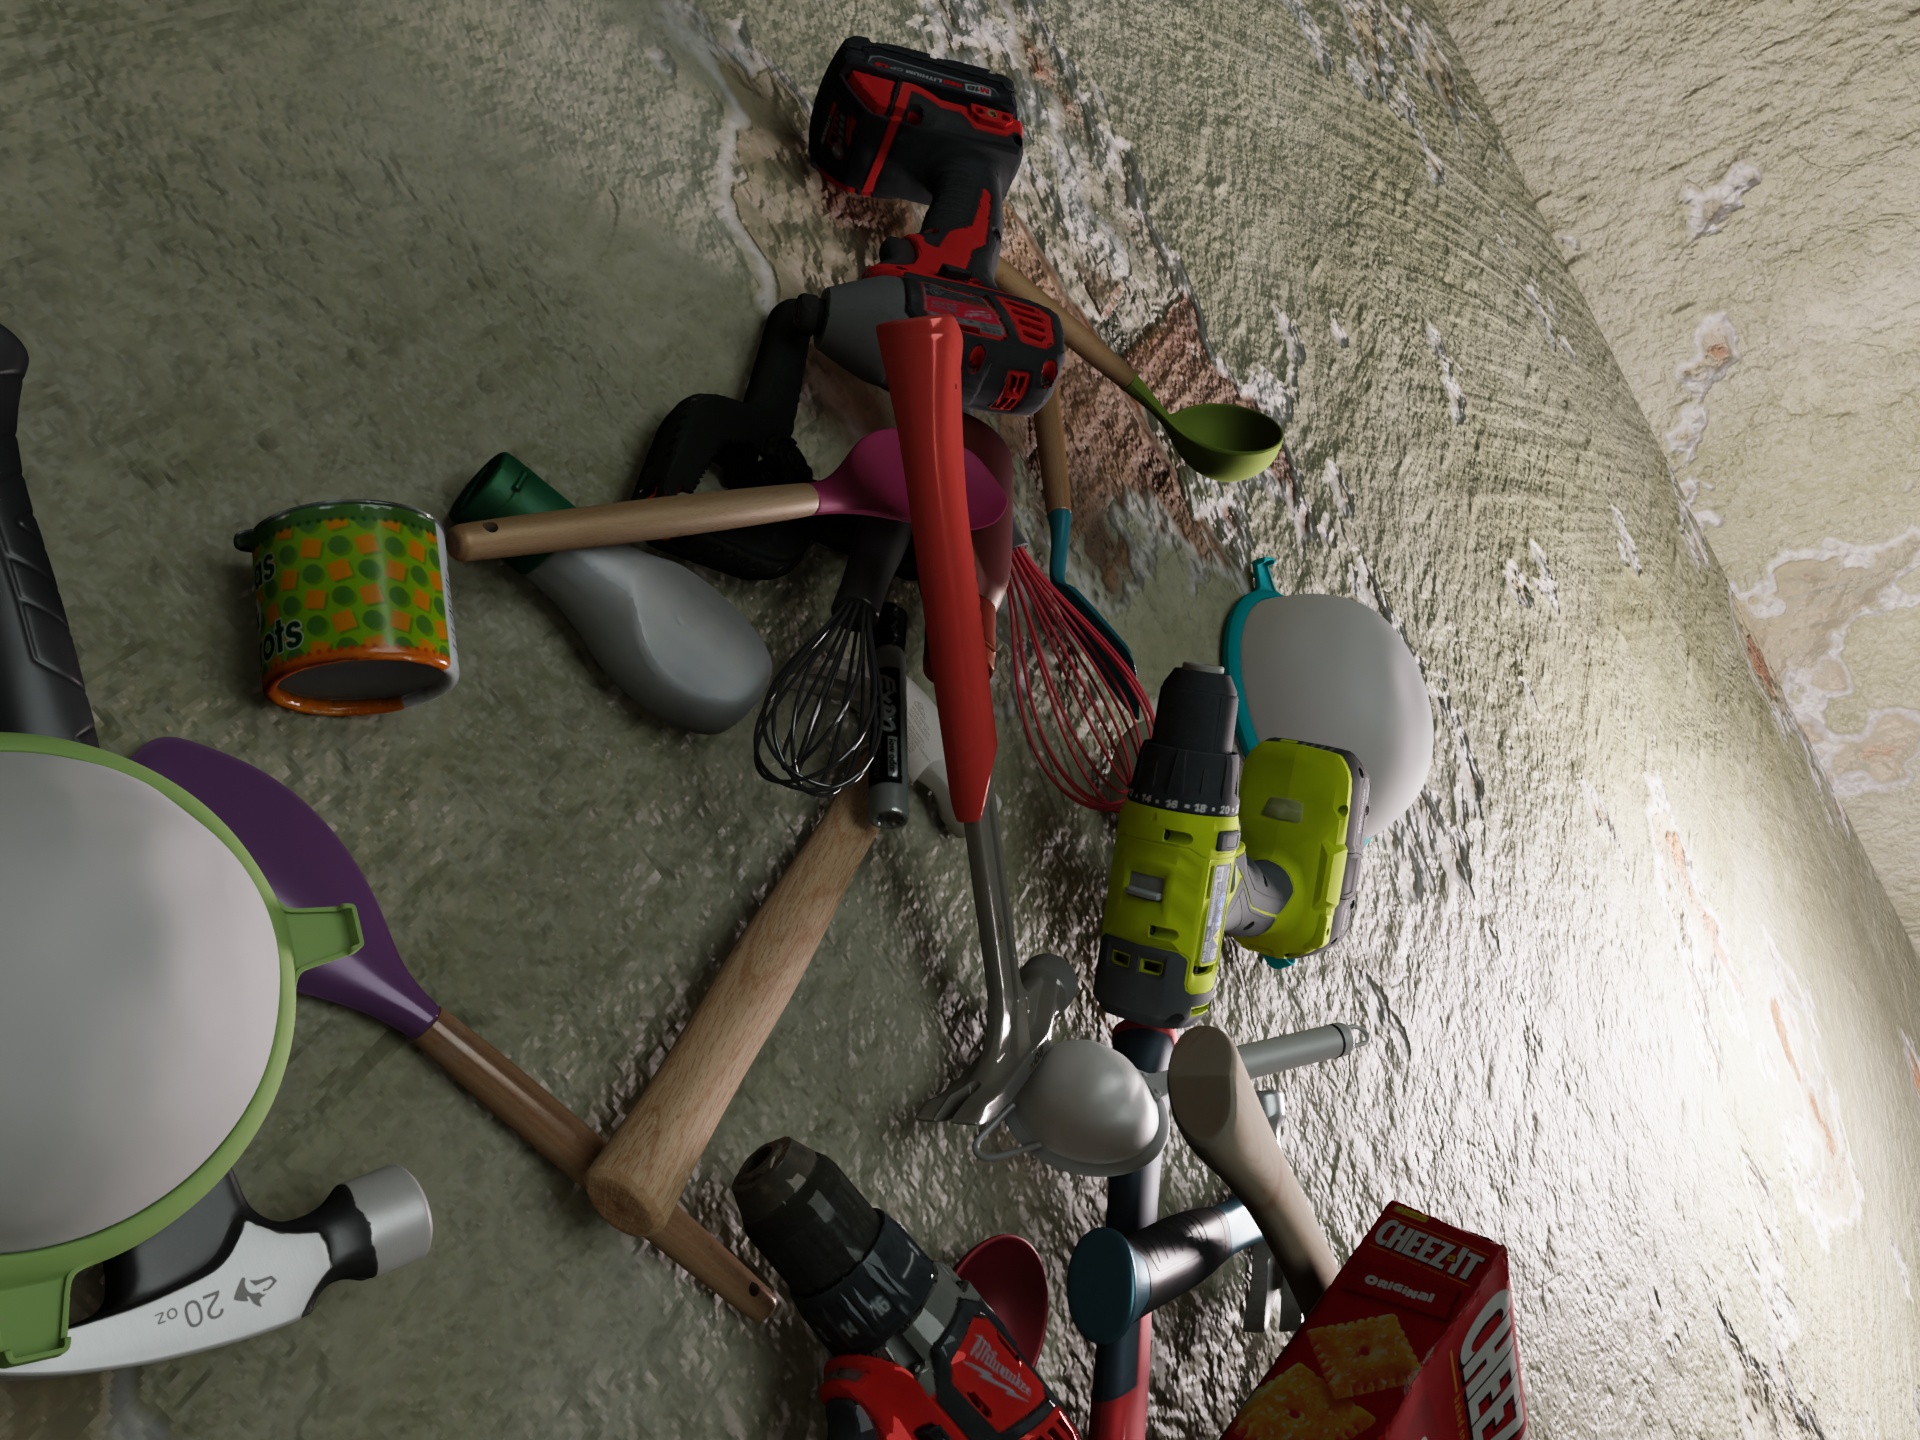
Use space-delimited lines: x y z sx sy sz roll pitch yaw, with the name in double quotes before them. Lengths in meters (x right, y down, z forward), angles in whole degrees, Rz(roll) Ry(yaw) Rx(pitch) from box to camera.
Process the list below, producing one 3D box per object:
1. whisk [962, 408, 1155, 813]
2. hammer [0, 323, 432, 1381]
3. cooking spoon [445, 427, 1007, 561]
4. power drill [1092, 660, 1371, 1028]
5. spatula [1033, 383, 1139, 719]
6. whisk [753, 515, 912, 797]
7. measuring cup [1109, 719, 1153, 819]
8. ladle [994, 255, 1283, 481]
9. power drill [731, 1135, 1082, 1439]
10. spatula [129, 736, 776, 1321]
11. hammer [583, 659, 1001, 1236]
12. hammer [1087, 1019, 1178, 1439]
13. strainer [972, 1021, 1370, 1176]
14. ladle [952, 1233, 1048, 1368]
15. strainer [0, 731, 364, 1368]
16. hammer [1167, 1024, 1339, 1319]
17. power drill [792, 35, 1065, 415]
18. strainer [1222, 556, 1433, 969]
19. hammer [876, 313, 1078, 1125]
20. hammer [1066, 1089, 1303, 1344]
"whisk" 0.036 -0.079 0.917 0.073 0.073 0.296 -15 79 -54
"hammer" -0.275 0.026 0.473 0.146 0.035 0.335 -12 79 -46
"cooking spoon" -0.087 -0.096 0.711 0.319 0.017 0.069 -16 65 -48
"power drill" 0.159 0.065 0.914 0.228 0.080 0.190 1 98 -57
"spatula" 0.071 -0.152 1.008 0.082 0.044 0.318 73 11 -63
"whisk" -0.047 -0.052 0.746 0.055 0.055 0.239 45 37 -27
"measuring cup" 0.106 0.076 0.945 0.083 0.038 0.168 42 59 -47
"ladle" 0.101 -0.249 1.052 0.319 0.062 0.078 30 21 -37
"power drill" -0.057 0.283 0.570 0.188 0.080 0.227 53 41 -11
"spatula" -0.173 0.123 0.573 0.315 0.018 0.060 49 42 -22
"hammer" -0.073 0.082 0.694 0.130 0.031 0.331 53 34 -17
"hammer" 0.068 0.310 0.748 0.143 0.038 0.387 49 37 -40
"strainer" 0.120 0.181 0.824 0.258 0.050 0.087 -4 36 -33
"ladle" -0.007 0.368 0.646 0.069 0.031 0.316 36 48 -32
"strainer" -0.273 0.031 0.394 0.256 0.069 0.152 45 45 -21
"hammer" 0.183 0.279 0.827 0.146 0.038 0.410 -74 147 -42
"power drill" -0.025 -0.268 0.875 0.143 0.078 0.220 6 57 -20
"strainer" 0.272 0.031 1.122 0.210 0.095 0.341 48 39 -25
"hammer" -0.001 -0.002 0.735 0.149 0.037 0.359 -33 118 -63
"hammer" 0.121 0.257 0.792 0.330 0.033 0.128 22 59 -64
